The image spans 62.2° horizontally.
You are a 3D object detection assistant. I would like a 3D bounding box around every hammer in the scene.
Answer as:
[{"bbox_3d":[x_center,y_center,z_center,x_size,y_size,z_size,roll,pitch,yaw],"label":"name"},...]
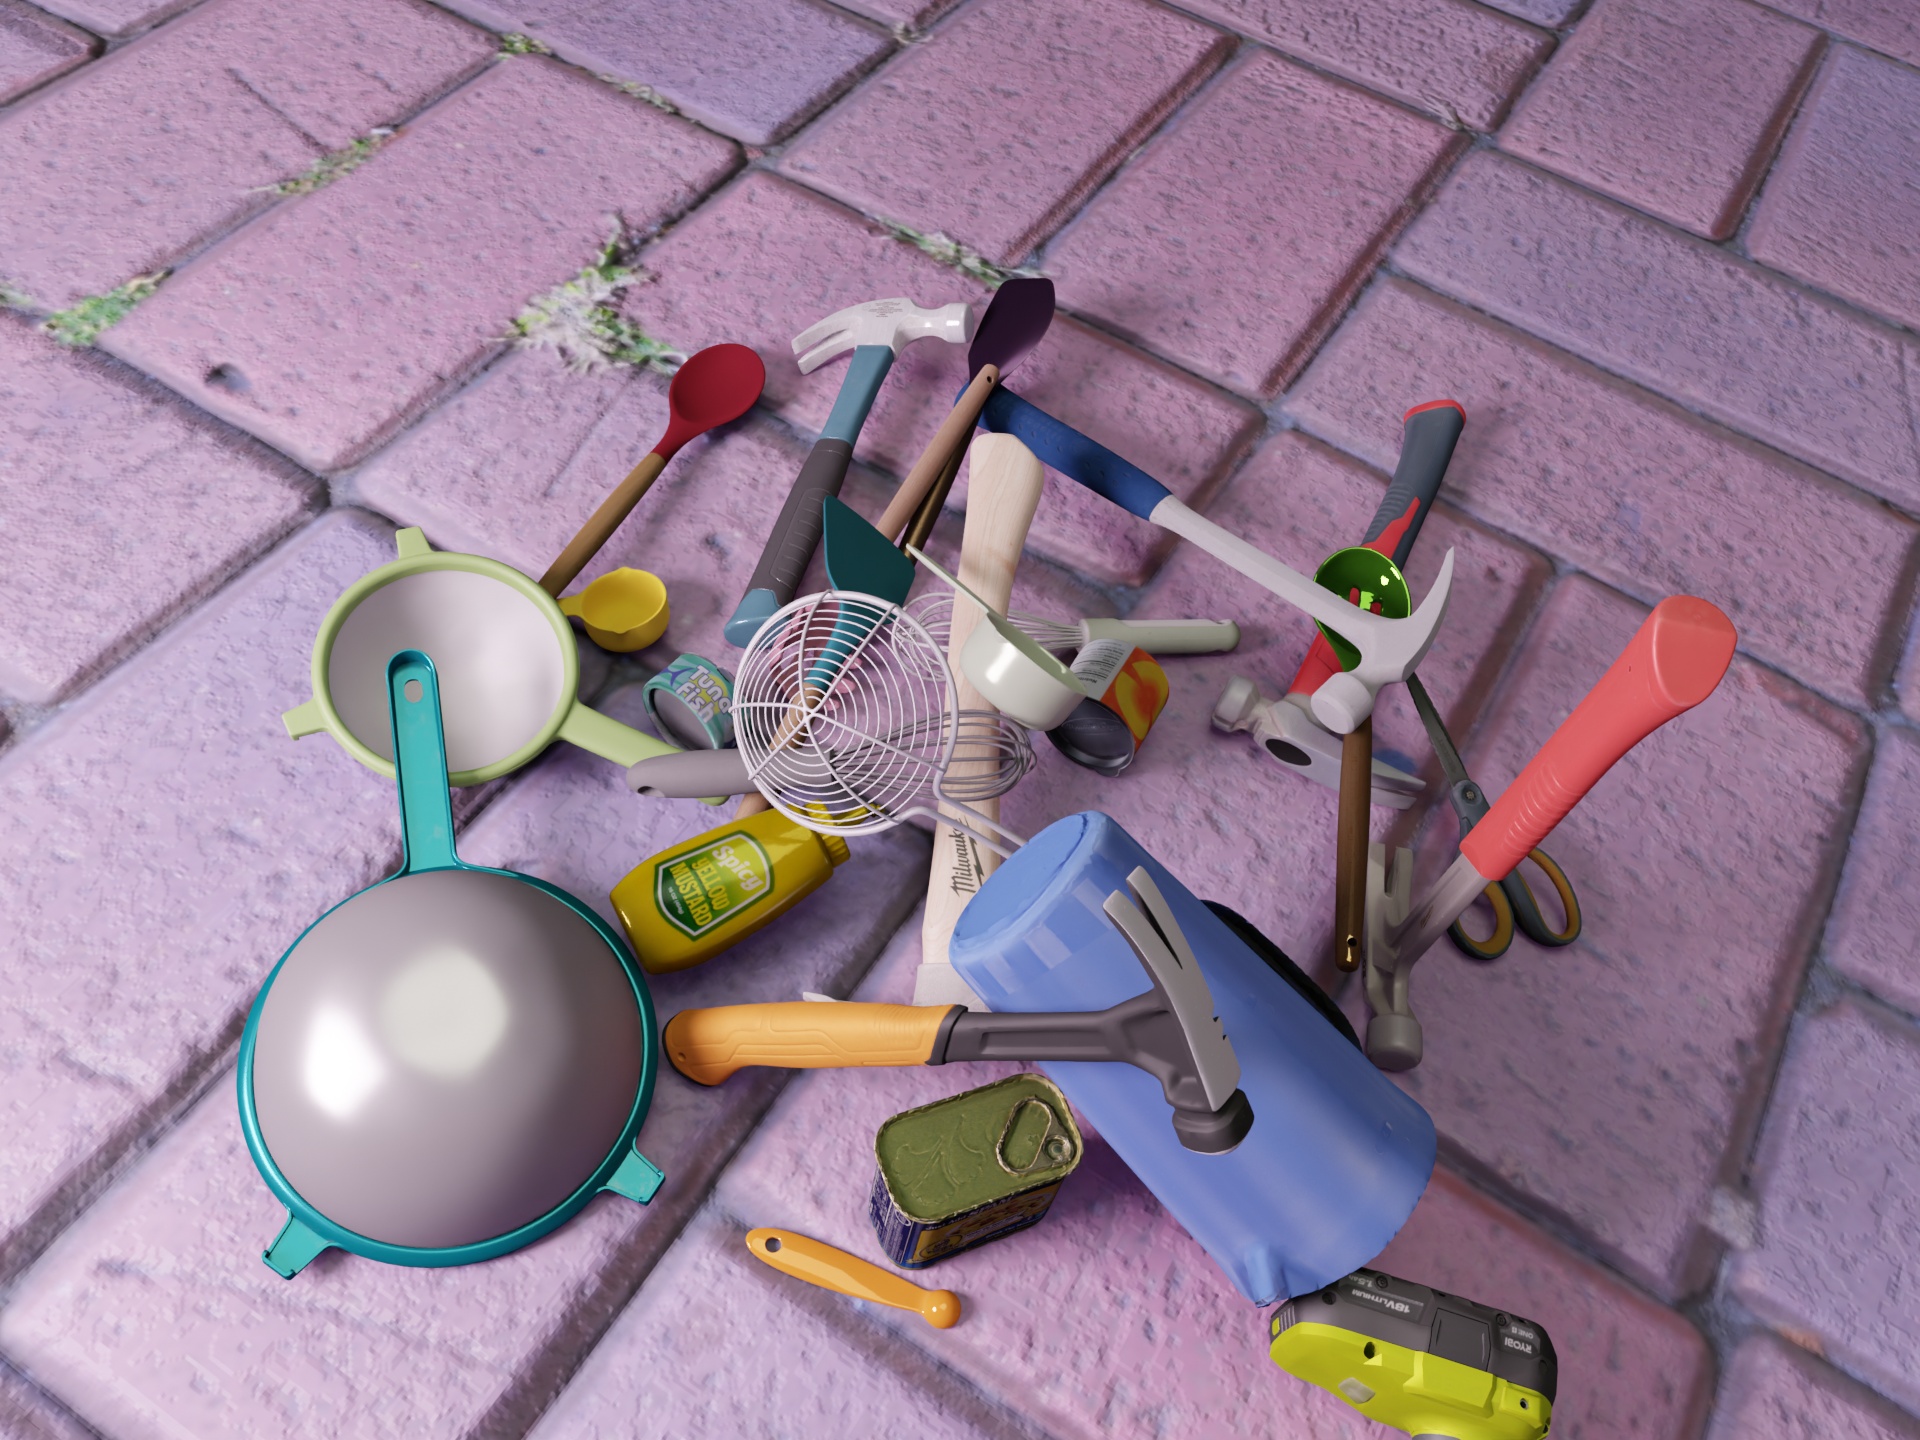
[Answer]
[{"bbox_3d":[0.284,0.048,0.822,0.036,0.358,0.149,12,56,-2],"label":"hammer"},{"bbox_3d":[-0.028,0.145,0.763,0.337,0.127,0.034,-11,19,39],"label":"hammer"},{"bbox_3d":[0.313,-0.103,1.144,0.143,0.038,0.386,27,54,10],"label":"hammer"},{"bbox_3d":[0.152,-0.145,1.101,0.144,0.035,0.406,-42,57,-16],"label":"hammer"},{"bbox_3d":[-0.002,-0.003,0.975,0.146,0.038,0.411,6,63,-3],"label":"hammer"},{"bbox_3d":[-0.092,-0.184,1.128,0.128,0.033,0.331,6,55,18],"label":"hammer"}]

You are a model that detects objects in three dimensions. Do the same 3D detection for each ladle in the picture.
[{"bbox_3d":[-0.221,-0.165,1.098,0.069,0.031,0.316,16,48,14],"label":"ladle"}]

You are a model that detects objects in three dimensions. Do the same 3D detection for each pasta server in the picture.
[{"bbox_3d":[-0.043,-0.133,1.079,0.060,0.040,0.316,44,61,-25],"label":"pasta server"}]

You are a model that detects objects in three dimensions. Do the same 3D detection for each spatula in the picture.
[{"bbox_3d":[-0.105,0.005,0.971,0.082,0.044,0.318,38,64,-30],"label":"spatula"},{"bbox_3d":[0.003,-0.208,1.150,0.060,0.018,0.316,7,60,28],"label":"spatula"}]

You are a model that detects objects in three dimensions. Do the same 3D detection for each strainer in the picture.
[{"bbox_3d":[-0.272,0.101,0.821,0.211,0.095,0.341,-8,68,-15],"label":"strainer"},{"bbox_3d":[-0.260,0.000,0.964,0.256,0.069,0.152,24,63,-6],"label":"strainer"}]

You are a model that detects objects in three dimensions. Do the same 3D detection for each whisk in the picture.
[{"bbox_3d":[-0.075,0.025,0.912,0.239,0.055,0.055,-4,53,5],"label":"whisk"},{"bbox_3d":[0.074,-0.057,1.067,0.246,0.059,0.058,-2,11,-15],"label":"whisk"}]

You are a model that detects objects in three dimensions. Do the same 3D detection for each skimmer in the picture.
[{"bbox_3d":[0.037,0.062,0.881,0.363,0.127,0.090,33,16,-25],"label":"skimmer"}]

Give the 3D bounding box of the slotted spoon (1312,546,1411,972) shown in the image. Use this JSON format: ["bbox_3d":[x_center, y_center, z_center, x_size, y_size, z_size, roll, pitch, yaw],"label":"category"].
[{"bbox_3d":[0.249,0.017,1.005,0.070,0.031,0.314,12,55,0],"label":"slotted spoon"}]

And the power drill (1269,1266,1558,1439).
[{"bbox_3d":[0.186,0.382,0.736,0.190,0.080,0.229,17,55,3],"label":"power drill"}]

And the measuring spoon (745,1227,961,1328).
[{"bbox_3d":[-0.055,0.282,0.812,0.117,0.011,0.021,19,53,5],"label":"measuring spoon"}]

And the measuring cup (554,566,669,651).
[{"bbox_3d":[-0.266,-0.063,1.036,0.156,0.029,0.062,-8,49,0],"label":"measuring cup"}]

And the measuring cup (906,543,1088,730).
[{"bbox_3d":[0.008,-0.051,0.956,0.038,0.083,0.168,-53,54,10],"label":"measuring cup"}]
